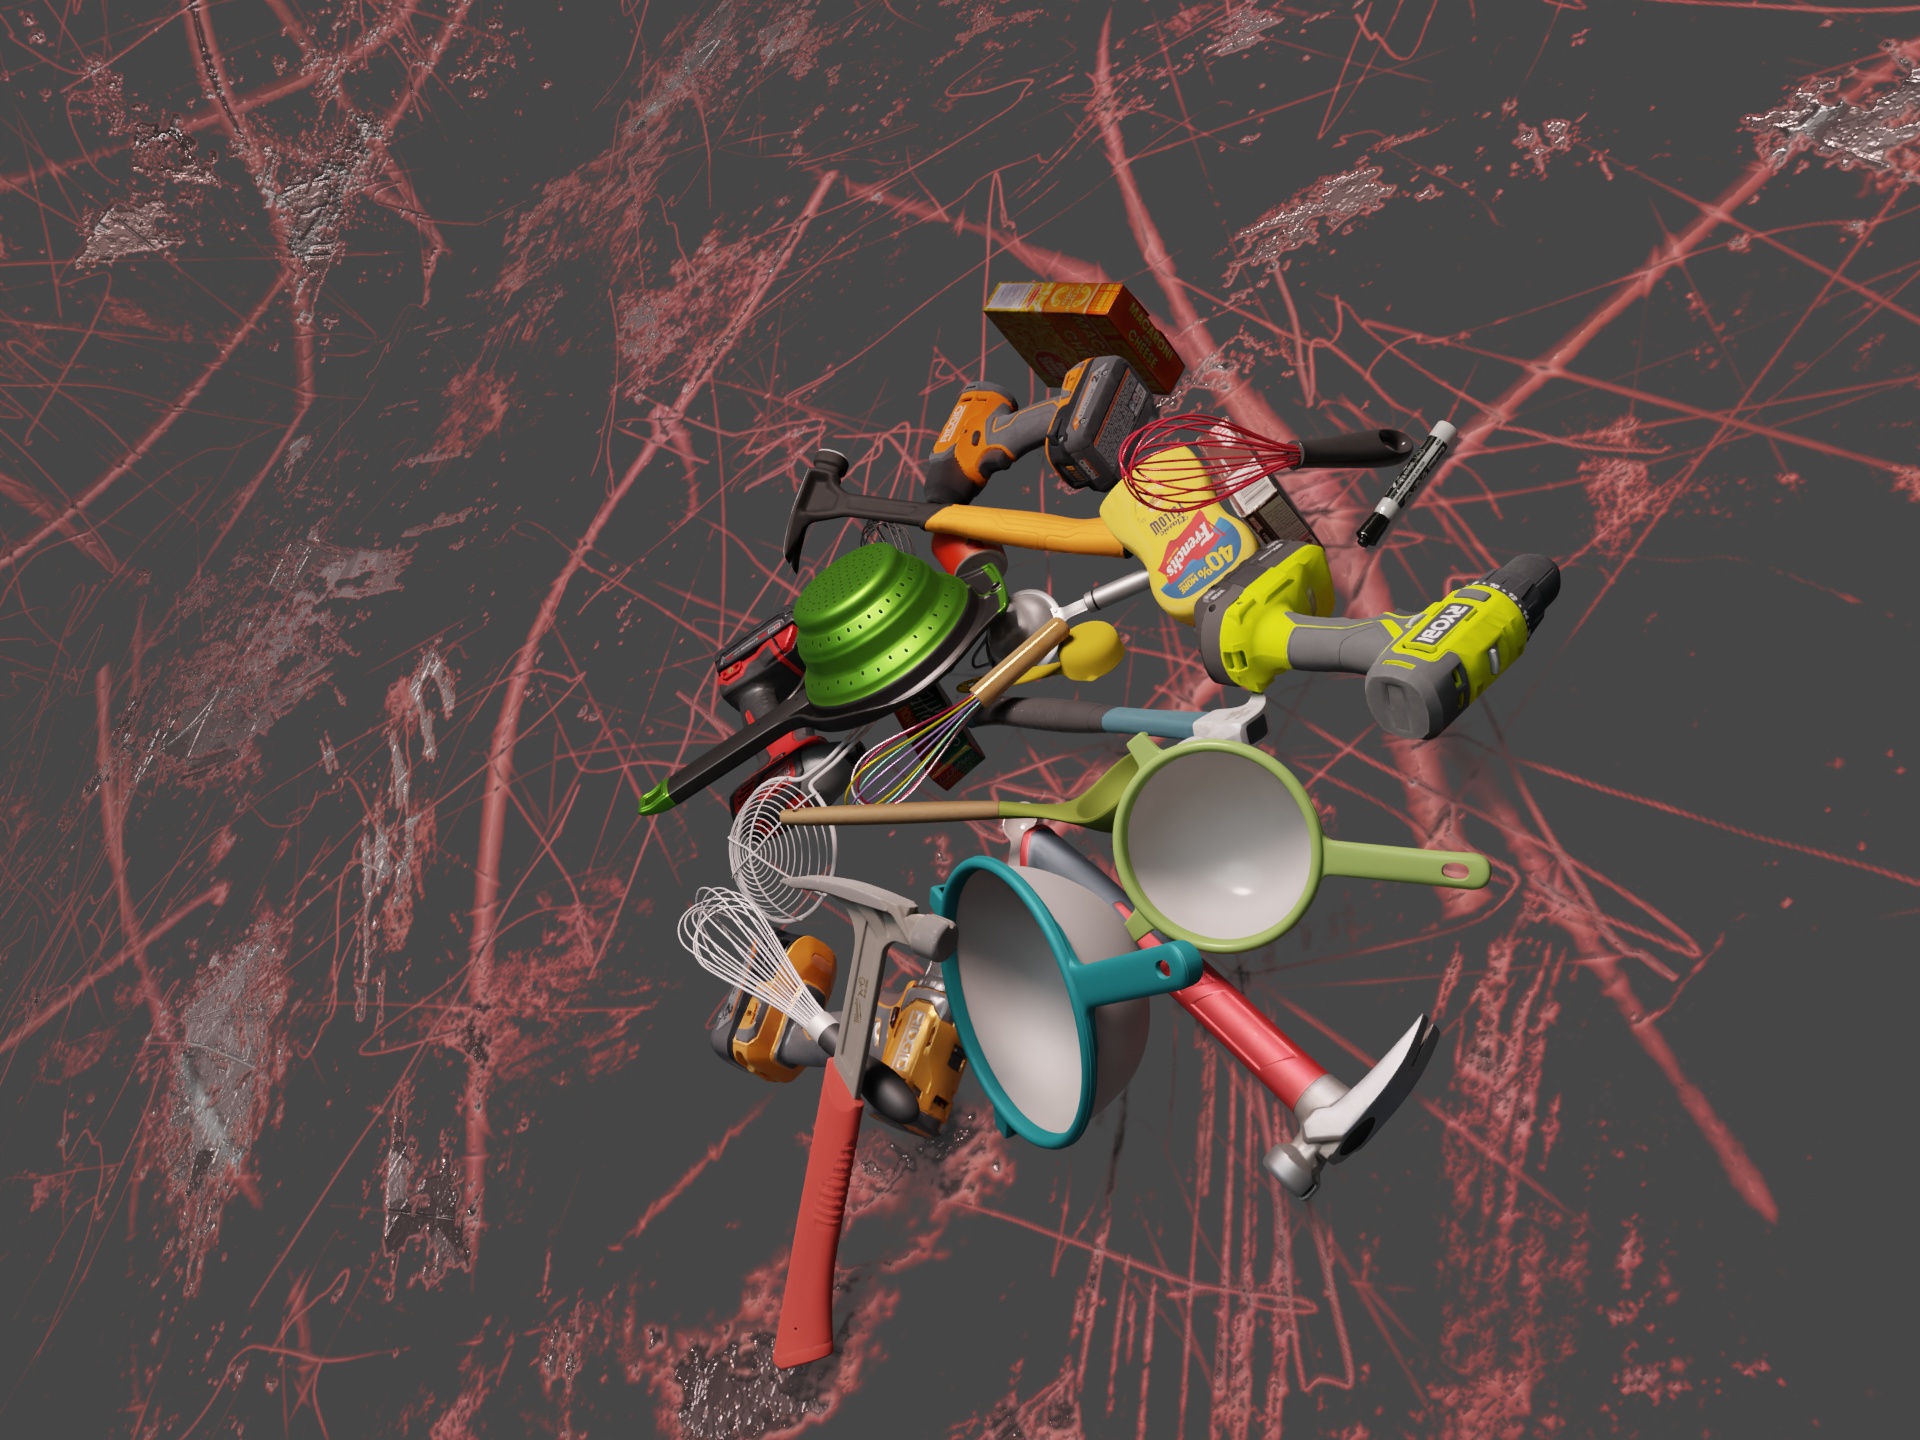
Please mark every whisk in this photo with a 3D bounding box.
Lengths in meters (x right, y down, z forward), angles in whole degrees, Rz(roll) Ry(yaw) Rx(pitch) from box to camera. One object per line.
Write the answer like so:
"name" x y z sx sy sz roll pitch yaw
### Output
"whisk" -0.003 -0.005 1.352 0.245 0.047 0.051 -41 25 -6
"whisk" 0.243 -0.205 1.231 0.073 0.295 0.073 23 117 55
"whisk" -0.127 0.223 1.246 0.285 0.070 0.070 37 87 35
"whisk" -0.051 -0.126 1.565 0.055 0.055 0.239 -37 47 13

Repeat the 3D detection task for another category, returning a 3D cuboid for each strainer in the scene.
"strainer" 0.097 0.174 1.081 0.340 0.095 0.211 -33 72 62
"strainer" 0.109 -0.105 1.415 0.258 0.050 0.087 -22 63 22
"strainer" 0.236 0.087 1.101 0.256 0.069 0.151 4 99 24

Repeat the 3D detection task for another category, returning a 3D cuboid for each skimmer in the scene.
"skimmer" -0.074 0.020 1.433 0.127 0.090 0.363 26 65 38

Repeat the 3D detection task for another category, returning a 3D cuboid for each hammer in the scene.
"hammer" -0.001 -0.180 1.479 0.337 0.034 0.127 9 67 20
"hammer" 0.114 -0.001 1.301 0.128 0.033 0.331 -26 19 -35
"hammer" 0.168 0.170 1.158 0.143 0.038 0.387 -48 41 -1
"hammer" -0.098 0.298 1.170 0.149 0.036 0.359 14 96 34

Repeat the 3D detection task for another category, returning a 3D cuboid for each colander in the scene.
"colander" -0.148 -0.048 1.425 0.397 0.094 0.205 -32 26 9

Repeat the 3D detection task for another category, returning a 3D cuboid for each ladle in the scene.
"ladle" 0.005 0.063 1.287 0.320 0.062 0.078 -3 25 13

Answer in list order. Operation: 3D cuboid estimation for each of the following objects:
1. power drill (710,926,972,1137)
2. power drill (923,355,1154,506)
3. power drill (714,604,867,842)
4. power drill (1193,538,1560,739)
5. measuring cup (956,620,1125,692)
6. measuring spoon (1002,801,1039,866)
"power drill" -0.078 0.226 1.297 0.226 0.084 0.185 5 64 38
"power drill" 0.061 -0.264 1.542 0.226 0.084 0.164 -1 56 45
"power drill" -0.163 0.001 1.543 0.143 0.078 0.220 -31 47 19
"power drill" 0.307 -0.073 1.171 0.190 0.080 0.229 -38 33 -29
"measuring cup" 0.065 -0.052 1.391 0.156 0.029 0.062 -12 35 17
"measuring spoon" 0.050 0.127 1.313 0.034 0.018 0.124 -14 59 33
